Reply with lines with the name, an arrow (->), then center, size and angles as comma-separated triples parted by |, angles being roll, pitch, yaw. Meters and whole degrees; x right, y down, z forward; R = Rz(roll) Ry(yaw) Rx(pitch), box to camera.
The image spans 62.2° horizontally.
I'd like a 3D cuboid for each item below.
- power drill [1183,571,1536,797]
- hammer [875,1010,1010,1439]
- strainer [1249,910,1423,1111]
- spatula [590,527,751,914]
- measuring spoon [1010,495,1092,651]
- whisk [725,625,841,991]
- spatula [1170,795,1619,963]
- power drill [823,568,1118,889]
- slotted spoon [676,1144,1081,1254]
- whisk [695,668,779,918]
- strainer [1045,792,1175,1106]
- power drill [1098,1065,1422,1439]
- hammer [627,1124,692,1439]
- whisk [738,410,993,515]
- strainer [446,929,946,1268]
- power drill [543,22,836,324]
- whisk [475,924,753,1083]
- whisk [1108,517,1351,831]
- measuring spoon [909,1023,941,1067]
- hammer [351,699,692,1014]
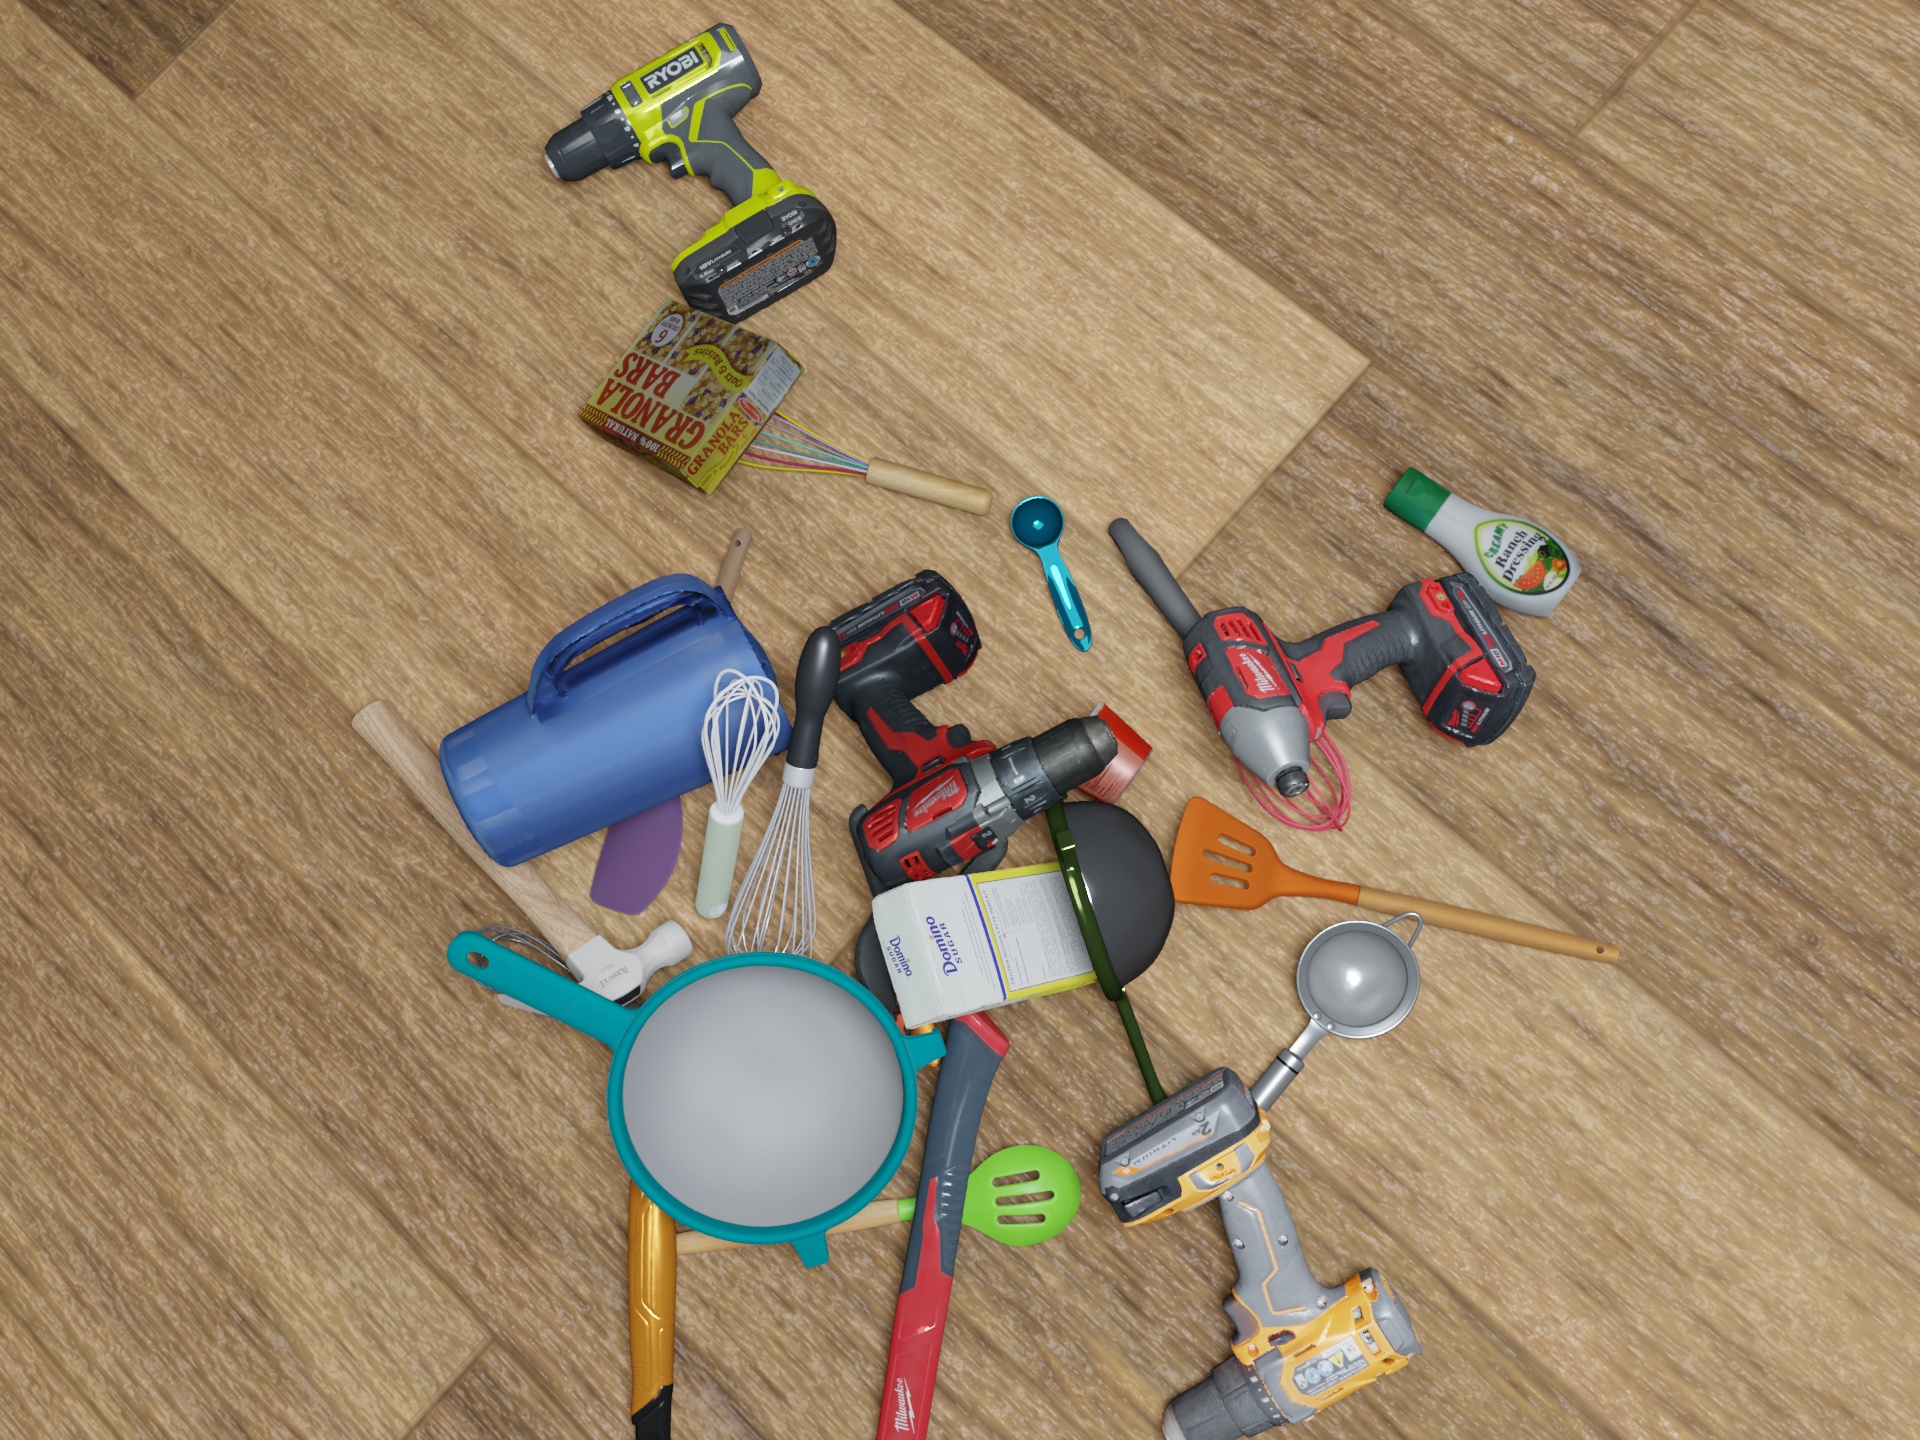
power drill -> 0.279, -0.024, 1.118 | 0.219, 0.078, 0.143 | -10, 57, -16
hammer -> -0.039, 0.390, 1.112 | 0.143, 0.038, 0.386 | 9, 86, 11
strainer -> 0.240, 0.235, 1.135 | 0.087, 0.050, 0.258 | 39, 90, 1
spatula -> -0.216, -0.002, 1.246 | 0.060, 0.018, 0.316 | 16, 82, 7
measuring spoon -> 0.075, -0.113, 1.241 | 0.042, 0.021, 0.128 | -20, 86, 1
whisk -> -0.121, 0.067, 1.144 | 0.070, 0.070, 0.284 | 16, 108, 9
spatula -> 0.312, 0.131, 1.148 | 0.322, 0.041, 0.081 | 13, 73, 8
power drill -> -0.002, -0.004, 1.134 | 0.188, 0.080, 0.227 | -28, 47, 8
slotted spoon -> -0.069, 0.361, 1.151 | 0.314, 0.031, 0.070 | -10, 82, 6
whisk -> -0.167, 0.059, 1.136 | 0.058, 0.246, 0.059 | -26, 57, -37
strainer -> 0.130, 0.164, 1.123 | 0.069, 0.151, 0.256 | -20, 99, 5
power drill -> 0.178, 0.377, 1.084 | 0.185, 0.084, 0.226 | -33, 88, 7
hammer -> -0.227, 0.459, 1.132 | 0.127, 0.034, 0.337 | -1, 82, 5
whisk -> -0.092, -0.209, 1.264 | 0.245, 0.051, 0.047 | 17, 75, 7
strainer -> -0.193, 0.222, 1.116 | 0.340, 0.095, 0.211 | 28, 98, -6
power drill -> -0.222, -0.444, 1.311 | 0.190, 0.080, 0.229 | -30, 74, -1
whisk -> -0.264, 0.217, 1.193 | 0.239, 0.055, 0.055 | 24, 82, 6
whisk -> 0.196, -0.037, 1.188 | 0.073, 0.073, 0.296 | -33, 71, -1
measuring spoon -> -0.039, 0.203, 1.187 | 0.021, 0.011, 0.117 | -21, 77, 2
hammer -> -0.359, 0.099, 1.209 | 0.331, 0.031, 0.130 | 42, 54, 21
